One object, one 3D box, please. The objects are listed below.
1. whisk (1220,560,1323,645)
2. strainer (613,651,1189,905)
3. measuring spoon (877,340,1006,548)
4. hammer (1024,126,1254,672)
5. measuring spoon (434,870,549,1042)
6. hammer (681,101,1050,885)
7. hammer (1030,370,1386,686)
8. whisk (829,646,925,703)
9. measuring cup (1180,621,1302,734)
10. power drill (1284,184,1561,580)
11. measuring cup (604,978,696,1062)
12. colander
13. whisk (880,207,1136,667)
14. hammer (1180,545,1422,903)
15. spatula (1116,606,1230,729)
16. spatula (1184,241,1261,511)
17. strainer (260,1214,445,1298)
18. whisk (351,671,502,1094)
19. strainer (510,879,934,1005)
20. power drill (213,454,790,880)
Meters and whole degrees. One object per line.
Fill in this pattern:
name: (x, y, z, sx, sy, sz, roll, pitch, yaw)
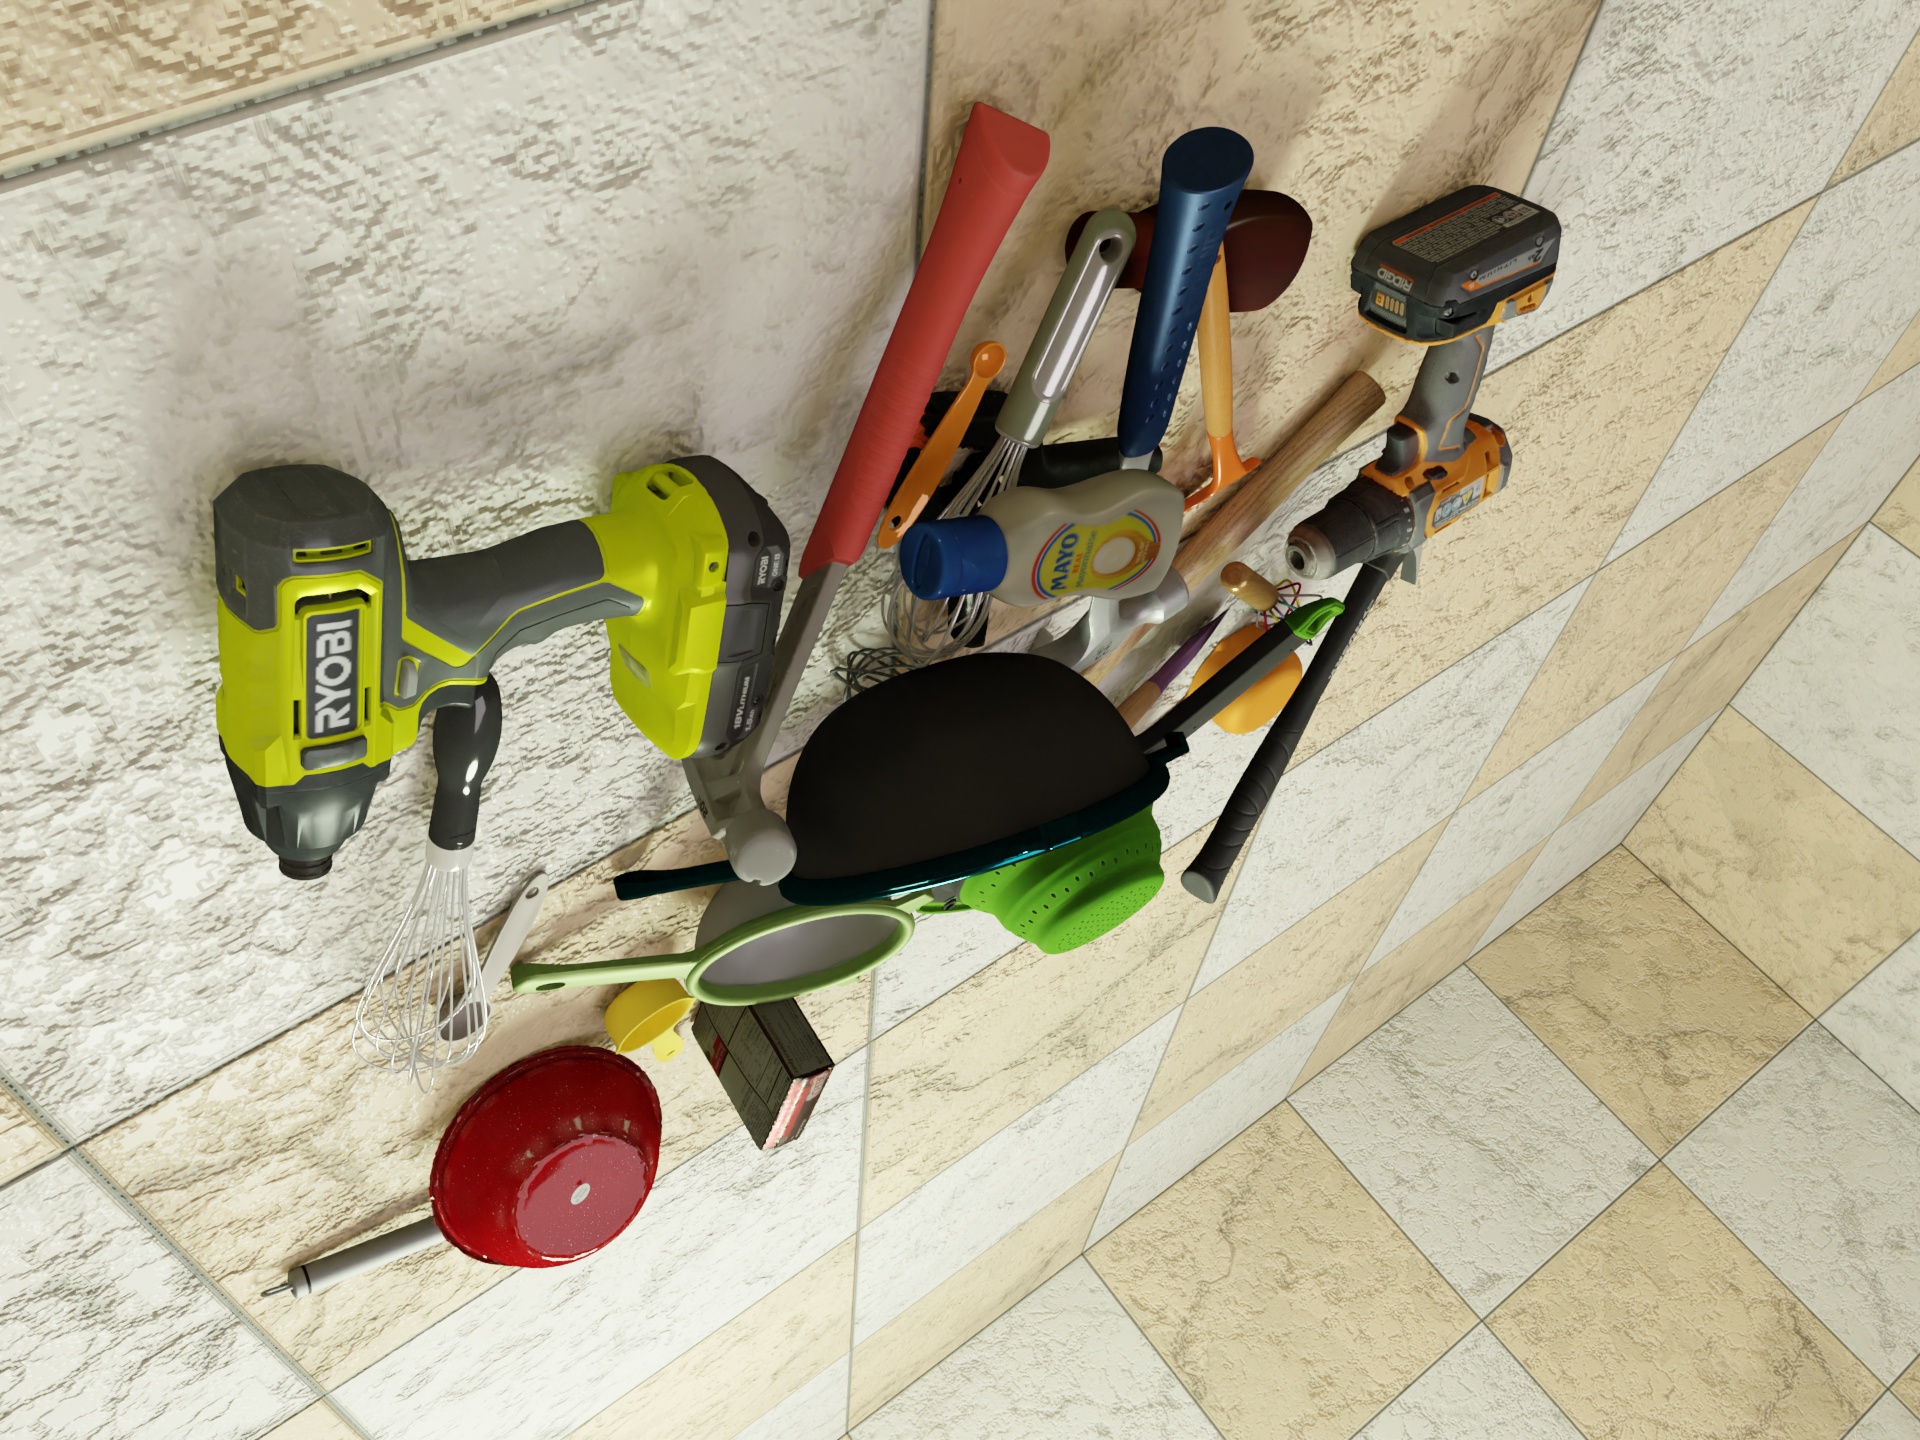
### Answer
whisk: (0.224, -0.091, 1.161, 0.245, 0.051, 0.047, 10, 101, -68)
strainer: (-0.060, 0.030, 0.854, 0.340, 0.095, 0.211, -13, -173, 27)
measuring spoon: (-0.012, -0.134, 0.771, 0.021, 0.011, 0.117, 6, 123, -48)
hammer: (0.089, -0.136, 0.836, 0.144, 0.035, 0.405, -34, 159, -18)
measuring spoon: (-0.265, 0.131, 0.899, 0.034, 0.018, 0.124, 5, 121, -56)
hammer: (-0.051, -0.107, 0.743, 0.036, 0.149, 0.359, 13, 113, -28)
hammer: (0.161, -0.110, 1.086, 0.331, 0.031, 0.130, -45, 154, 7)
whisk: (-0.001, -0.004, 0.988, 0.055, 0.055, 0.238, -49, 149, 15)
measuring cup: (0.204, -0.001, 1.285, 0.173, 0.052, 0.095, -44, 154, 0)
power drill: (0.287, -0.203, 1.016, 0.185, 0.084, 0.226, -30, 139, -23)
measuring cup: (-0.210, 0.207, 1.085, 0.062, 0.029, 0.156, -34, 165, -16)
colander: (0.145, 0.063, 1.183, 0.397, 0.095, 0.204, -41, 158, 22)
whisk: (0.024, -0.132, 0.779, 0.057, 0.059, 0.246, 15, 115, -23)
hammer: (0.262, -0.010, 1.221, 0.335, 0.035, 0.146, -61, 158, 2)
spatula: (0.120, -0.009, 1.091, 0.059, 0.018, 0.316, -50, 174, 37)
spatula: (0.139, -0.183, 0.894, 0.081, 0.041, 0.322, -33, 159, -2)
strainer: (-0.339, 0.337, 1.078, 0.258, 0.050, 0.087, -14, -173, -35)
whisk: (-0.257, 0.085, 0.794, 0.070, 0.070, 0.284, -16, 140, -41)
strainer: (-0.155, 0.126, 0.998, 0.256, 0.069, 0.151, -2, 151, -28)
power drill: (-0.190, -0.027, 0.663, 0.223, 0.080, 0.171, -15, 131, -39)
